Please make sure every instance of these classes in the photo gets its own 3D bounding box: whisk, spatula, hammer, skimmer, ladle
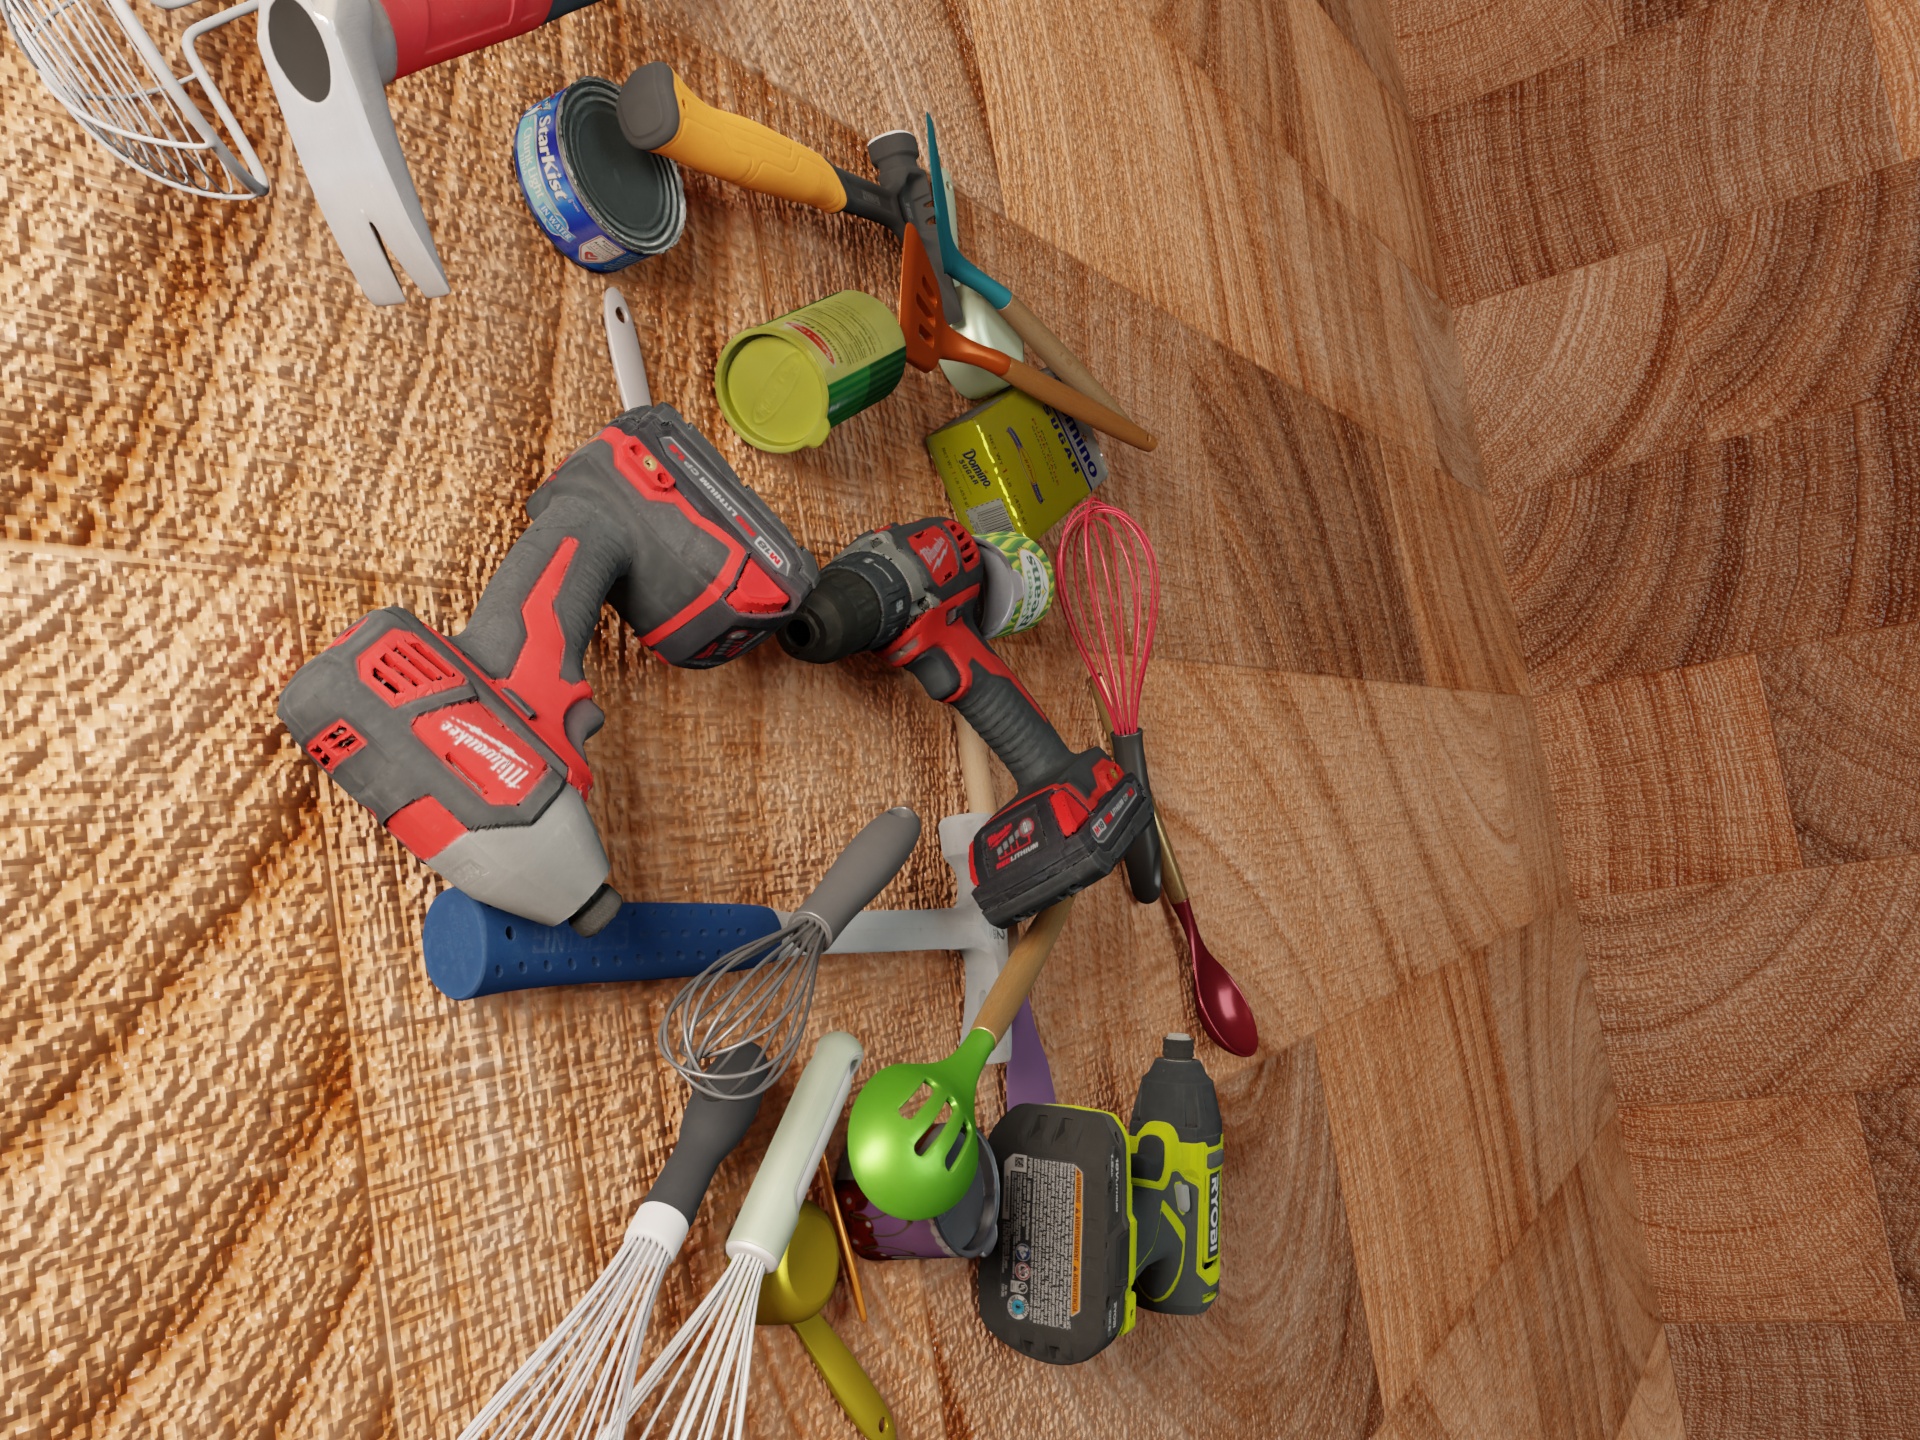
[{"bbox_3d":[-0.091,0.235,0.673,0.057,0.059,0.246,93,16,-47],"label":"whisk"},{"bbox_3d":[0.027,0.135,0.964,0.059,0.018,0.316,-2,81,-59],"label":"spatula"},{"bbox_3d":[0.051,-0.270,1.062,0.317,0.044,0.082,33,44,-49],"label":"spatula"},{"bbox_3d":[-0.182,-0.301,0.684,0.387,0.038,0.143,-74,155,-58],"label":"hammer"},{"bbox_3d":[0.049,-0.225,1.039,0.322,0.041,0.081,13,78,-51],"label":"spatula"},{"bbox_3d":[-0.231,-0.307,0.626,0.127,0.090,0.363,63,32,-26],"label":"skimmer"},{"bbox_3d":[-0.065,0.096,0.724,0.055,0.055,0.239,68,27,-15],"label":"whisk"},{"bbox_3d":[0.115,-0.011,1.121,0.073,0.073,0.295,-30,114,-59],"label":"whisk"},{"bbox_3d":[-0.085,-0.296,0.888,0.337,0.034,0.127,-19,95,-67],"label":"hammer"},{"bbox_3d":[-0.084,0.109,0.767,0.405,0.035,0.144,10,70,-58],"label":"hammer"},{"bbox_3d":[-0.133,0.228,0.624,0.070,0.070,0.285,63,28,-23],"label":"whisk"},{"bbox_3d":[0.155,0.111,1.184,0.069,0.031,0.315,-41,112,-60],"label":"ladle"}]

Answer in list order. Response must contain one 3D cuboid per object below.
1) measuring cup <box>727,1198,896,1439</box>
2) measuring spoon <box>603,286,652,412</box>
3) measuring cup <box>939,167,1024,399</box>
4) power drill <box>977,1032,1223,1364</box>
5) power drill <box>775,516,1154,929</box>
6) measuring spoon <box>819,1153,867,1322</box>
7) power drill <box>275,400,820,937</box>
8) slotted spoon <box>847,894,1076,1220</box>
[{"bbox_3d":[-0.058,0.288,0.746,0.156,0.029,0.062,62,33,-21],"label":"measuring cup"},{"bbox_3d":[-0.151,-0.152,0.774,0.034,0.018,0.124,-13,89,-60],"label":"measuring spoon"},{"bbox_3d":[0.010,-0.304,1.086,0.083,0.038,0.168,8,74,-58],"label":"measuring cup"},{"bbox_3d":[0.097,0.281,0.953,0.223,0.080,0.171,10,80,-61],"label":"power drill"},{"bbox_3d":[-0.001,-0.003,0.872,0.226,0.080,0.188,57,28,-2],"label":"power drill"},{"bbox_3d":[-0.058,0.234,0.773,0.021,0.011,0.117,161,-85,-75],"label":"measuring spoon"},{"bbox_3d":[-0.152,-0.022,0.642,0.143,0.078,0.220,48,41,-15],"label":"power drill"},{"bbox_3d":[0.018,0.155,0.846,0.070,0.031,0.314,49,27,-3],"label":"slotted spoon"}]
